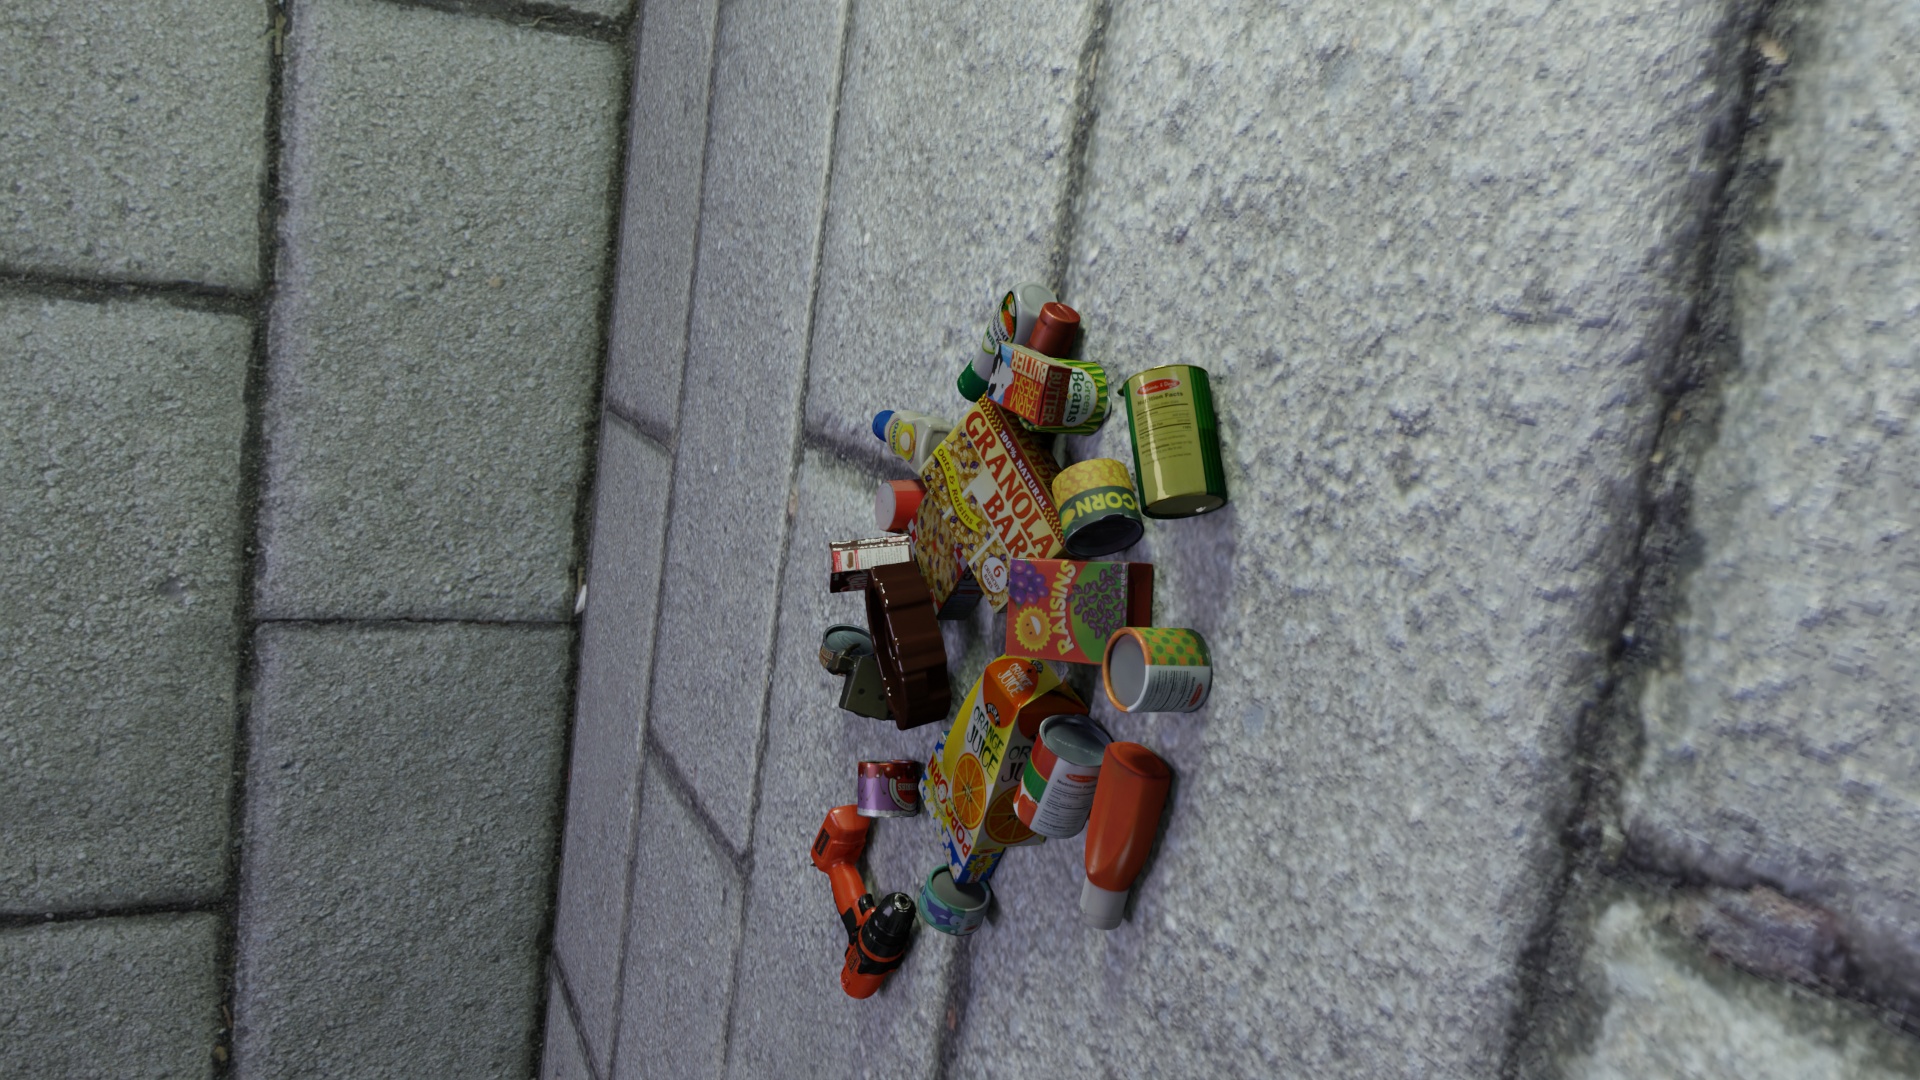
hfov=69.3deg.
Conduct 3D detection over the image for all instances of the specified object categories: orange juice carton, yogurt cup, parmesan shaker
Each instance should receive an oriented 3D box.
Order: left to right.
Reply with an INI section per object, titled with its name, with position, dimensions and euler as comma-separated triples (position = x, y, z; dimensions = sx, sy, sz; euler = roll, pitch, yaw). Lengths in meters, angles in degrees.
[yogurt cup]
position = -0.058, -0.036, 1.509
dimensions = 0.072, 0.054, 0.072
euler = -12, 77, 62
[orange juice carton]
position = 0.054, 0.176, 1.238
dimensions = 0.072, 0.073, 0.191
euler = 52, 132, 53
[parmesan shaker]
position = 0.160, -0.073, 1.053
dimensions = 0.071, 0.071, 0.103
euler = -33, 59, 59

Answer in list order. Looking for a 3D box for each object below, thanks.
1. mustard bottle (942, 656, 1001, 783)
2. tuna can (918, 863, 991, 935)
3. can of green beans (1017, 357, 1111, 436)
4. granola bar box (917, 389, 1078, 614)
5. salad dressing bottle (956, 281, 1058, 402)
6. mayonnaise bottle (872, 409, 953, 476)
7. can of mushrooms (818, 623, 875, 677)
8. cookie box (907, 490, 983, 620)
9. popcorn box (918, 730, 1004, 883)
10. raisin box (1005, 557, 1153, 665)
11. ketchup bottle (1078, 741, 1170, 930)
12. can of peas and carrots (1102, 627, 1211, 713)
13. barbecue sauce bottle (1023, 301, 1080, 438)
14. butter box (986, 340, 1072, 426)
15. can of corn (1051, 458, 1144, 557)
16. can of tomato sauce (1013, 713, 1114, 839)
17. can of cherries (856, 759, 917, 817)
[mustard bottle]
position = 0.034, 0.160, 1.296
dimensions = 0.049, 0.065, 0.159
euler = 51, 126, 53
[tuna can]
position = -0.007, 0.346, 1.348
dimensions = 0.071, 0.071, 0.032
euler = 57, 135, 50
[can of green beans]
position = 0.088, -0.126, 1.215
dimensions = 0.071, 0.058, 0.071
euler = -11, 78, 63
[granola bar box]
position = 0.040, -0.035, 1.257
dimensions = 0.123, 0.039, 0.166
euler = -47, 62, 39
[salad dressing bottle]
position = 0.042, -0.186, 1.332
dimensions = 0.147, 0.044, 0.064
euler = 130, 137, -51
[mayonnaise bottle]
position = -0.054, -0.112, 1.521
dimensions = 0.148, 0.041, 0.064
euler = 31, 117, 60
[can of mushrooms]
position = -0.133, 0.129, 1.623
dimensions = 0.071, 0.071, 0.033
euler = -123, 42, -50
[cookie box]
position = 0.005, -0.017, 1.393
dimensions = 0.166, 0.040, 0.123
euler = -58, 38, 44
[popcorn box]
position = 0.005, 0.260, 1.367
dimensions = 0.127, 0.038, 0.084
euler = 63, 142, 45
[raisin box]
position = 0.097, 0.059, 1.151
dimensions = 0.123, 0.040, 0.086
euler = 2, 90, 41
[ketchup bottle]
position = 0.127, 0.240, 1.116
dimensions = 0.065, 0.043, 0.148
euler = -138, 55, -59
[can of peas and carrots]
position = 0.149, 0.098, 1.069
dimensions = 0.071, 0.059, 0.071
euler = -13, 76, 63
[barbecue sauce bottle]
position = 0.068, -0.146, 1.275
dimensions = 0.065, 0.044, 0.147
euler = 60, 138, 44
[butter box]
position = 0.057, -0.134, 1.182
dimensions = 0.104, 0.024, 0.053
euler = 37, 120, 59
[can of corn]
position = 0.113, -0.028, 1.144
dimensions = 0.070, 0.071, 0.058
euler = -51, 43, 50
[can of tomato sauce]
position = 0.087, 0.199, 1.177
dimensions = 0.071, 0.071, 0.082
euler = 58, 138, 49
[can of cherries]
position = -0.077, 0.268, 1.504
dimensions = 0.071, 0.071, 0.058
euler = -11, 76, 63
